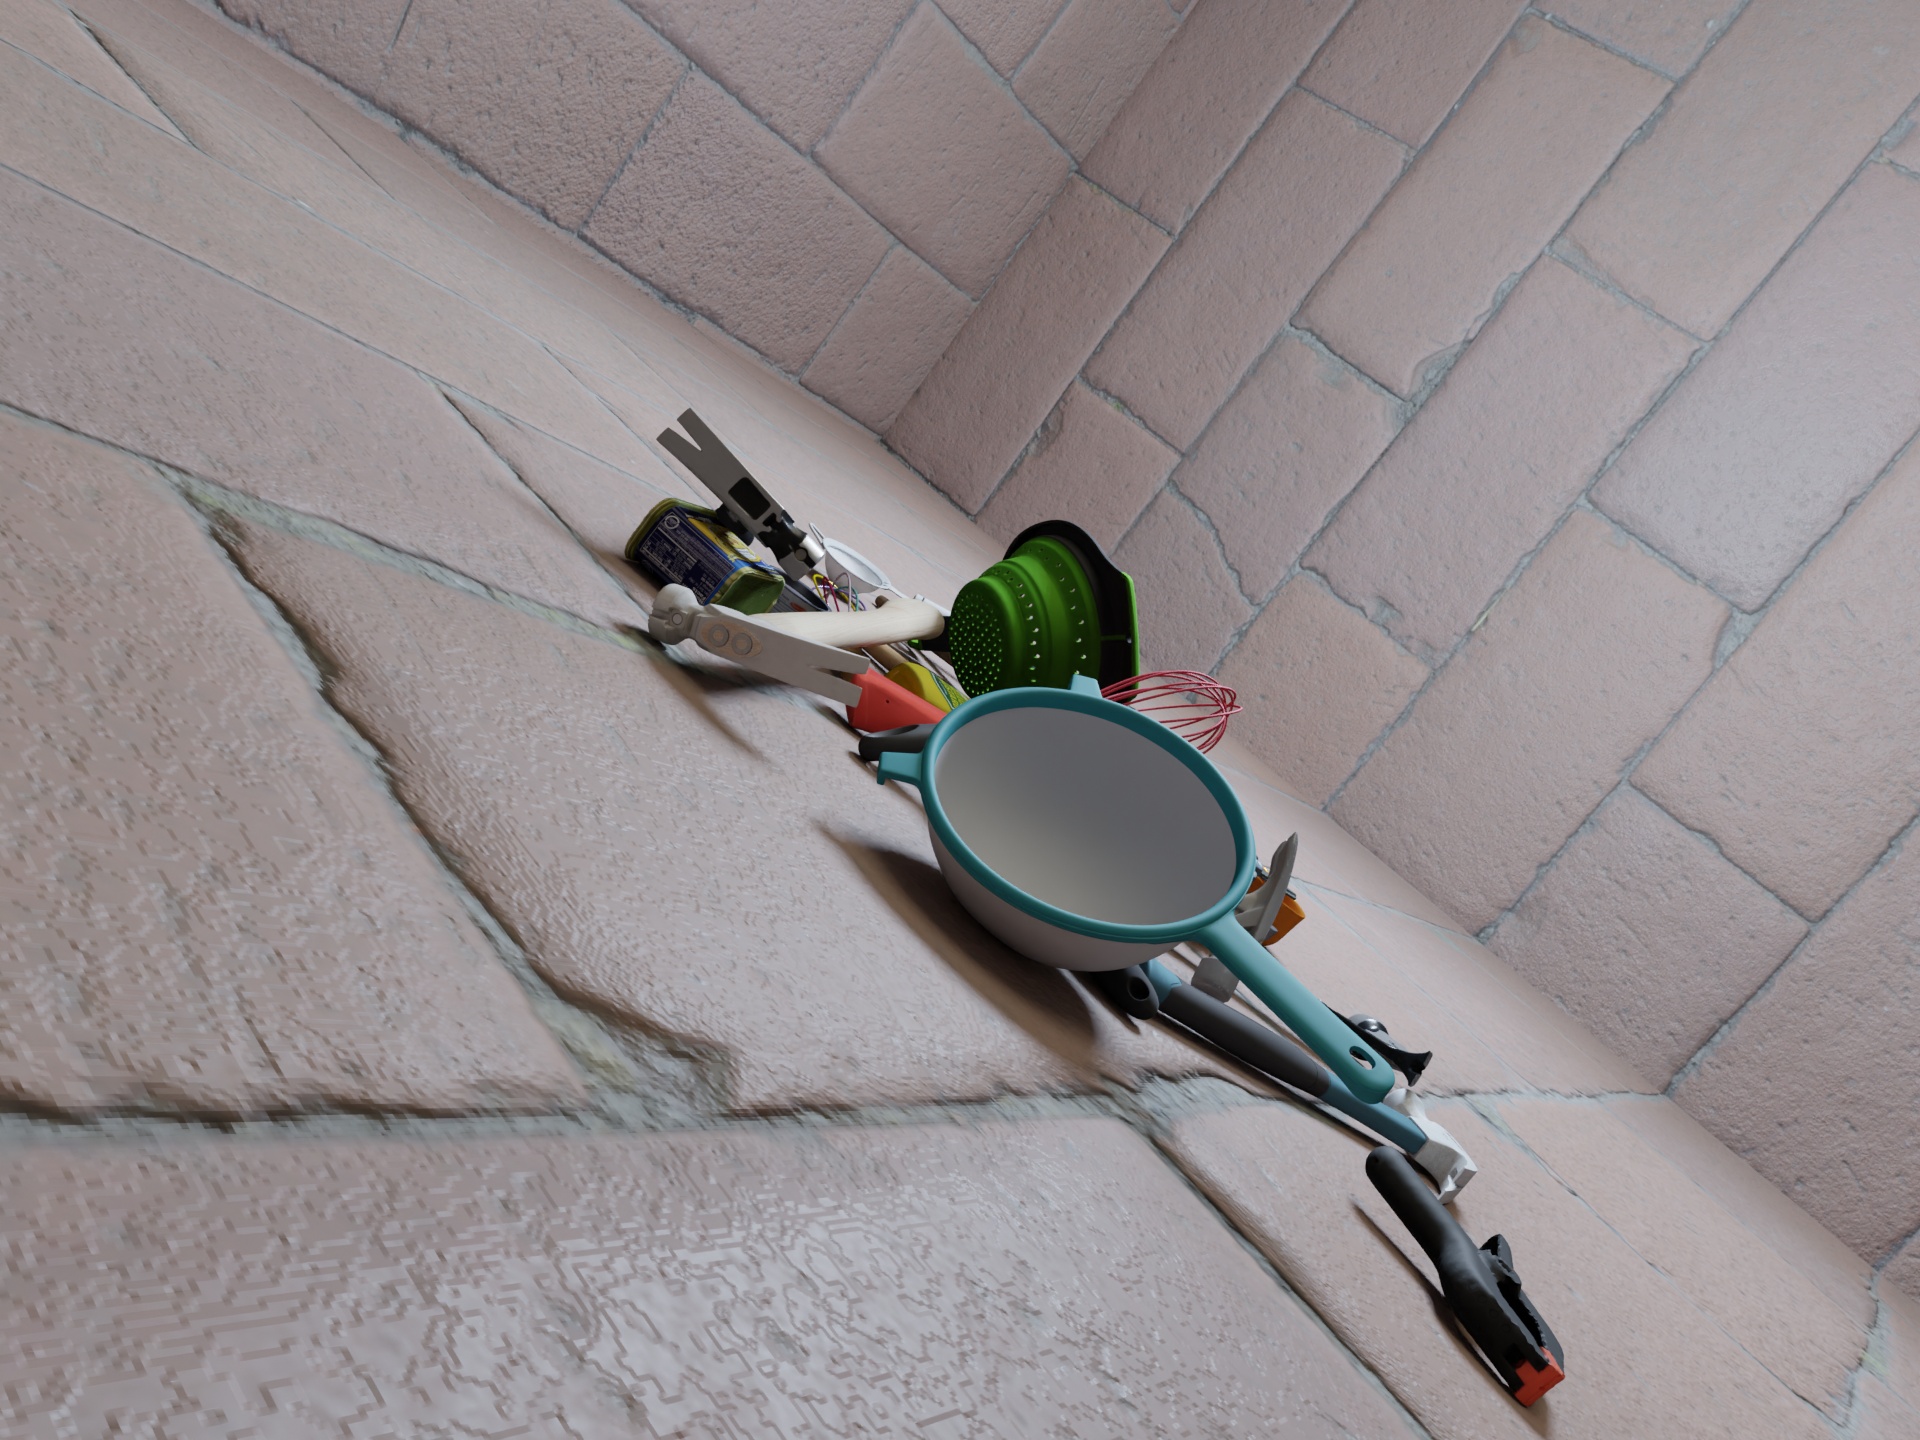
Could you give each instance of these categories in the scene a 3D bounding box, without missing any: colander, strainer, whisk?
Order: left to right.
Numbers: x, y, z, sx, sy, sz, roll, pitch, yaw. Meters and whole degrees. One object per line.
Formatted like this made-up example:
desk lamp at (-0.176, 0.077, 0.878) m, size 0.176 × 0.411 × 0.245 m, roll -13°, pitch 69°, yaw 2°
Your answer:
whisk at (-0.101, -0.073, 1.345) m, size 0.245 × 0.051 × 0.047 m, roll -110°, pitch -179°, yaw -64°
strainer at (-0.054, -0.124, 1.661) m, size 0.258 × 0.050 × 0.087 m, roll 28°, pitch 17°, yaw -5°
colander at (0.013, -0.076, 1.460) m, size 0.094 × 0.204 × 0.397 m, roll -7°, pitch 6°, yaw -28°
whisk at (0.059, 0.109, 1.052) m, size 0.055 × 0.055 × 0.239 m, roll 26°, pitch 19°, yaw -50°
whisk at (0.069, 0.006, 1.151) m, size 0.295 × 0.073 × 0.073 m, roll -6°, pitch 27°, yaw -18°
strainer at (0.108, 0.120, 0.950) m, size 0.211 × 0.095 × 0.341 m, roll -22°, pitch 55°, yaw -41°

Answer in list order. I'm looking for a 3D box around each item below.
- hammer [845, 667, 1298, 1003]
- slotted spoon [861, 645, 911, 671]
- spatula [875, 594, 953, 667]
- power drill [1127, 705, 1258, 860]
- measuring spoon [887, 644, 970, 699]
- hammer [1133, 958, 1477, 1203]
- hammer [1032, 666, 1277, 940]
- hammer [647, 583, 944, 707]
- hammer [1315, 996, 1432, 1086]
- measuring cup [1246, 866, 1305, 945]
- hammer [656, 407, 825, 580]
hammer at (0.076, 0.058, 1.181) m, size 0.359 × 0.149 × 0.036 m, roll 32°, pitch -29°, yaw 0°
slotted spoon at (-0.002, -0.004, 1.400) m, size 0.314 × 0.031 × 0.070 m, roll 39°, pitch -31°, yaw 30°
spatula at (-0.004, -0.061, 1.633) m, size 0.059 × 0.018 × 0.316 m, roll 23°, pitch 12°, yaw -43°
power drill at (0.196, 0.066, 1.621) m, size 0.171 × 0.080 × 0.223 m, roll 39°, pitch 9°, yaw -37°
measuring spoon at (-0.026, -0.035, 1.470) m, size 0.124 × 0.018 × 0.034 m, roll 35°, pitch 2°, yaw 23°
hammer at (0.235, 0.242, 1.093) m, size 0.330 × 0.033 × 0.128 m, roll 33°, pitch 10°, yaw -25°
hammer at (0.148, 0.057, 1.457) m, size 0.387 × 0.038 × 0.143 m, roll 52°, pitch 8°, yaw 36°
hammer at (-0.075, -0.064, 1.182) m, size 0.146 × 0.038 × 0.410 m, roll 20°, pitch 10°, yaw 13°
hammer at (0.192, 0.166, 1.237) m, size 0.409 × 0.036 × 0.149 m, roll 33°, pitch -3°, yaw -9°
measuring cup at (0.245, 0.144, 1.491) m, size 0.173 × 0.052 × 0.095 m, roll 40°, pitch 12°, yaw -11°
hammer at (-0.187, -0.175, 1.312) m, size 0.146 × 0.035 × 0.335 m, roll 47°, pitch -5°, yaw -10°
